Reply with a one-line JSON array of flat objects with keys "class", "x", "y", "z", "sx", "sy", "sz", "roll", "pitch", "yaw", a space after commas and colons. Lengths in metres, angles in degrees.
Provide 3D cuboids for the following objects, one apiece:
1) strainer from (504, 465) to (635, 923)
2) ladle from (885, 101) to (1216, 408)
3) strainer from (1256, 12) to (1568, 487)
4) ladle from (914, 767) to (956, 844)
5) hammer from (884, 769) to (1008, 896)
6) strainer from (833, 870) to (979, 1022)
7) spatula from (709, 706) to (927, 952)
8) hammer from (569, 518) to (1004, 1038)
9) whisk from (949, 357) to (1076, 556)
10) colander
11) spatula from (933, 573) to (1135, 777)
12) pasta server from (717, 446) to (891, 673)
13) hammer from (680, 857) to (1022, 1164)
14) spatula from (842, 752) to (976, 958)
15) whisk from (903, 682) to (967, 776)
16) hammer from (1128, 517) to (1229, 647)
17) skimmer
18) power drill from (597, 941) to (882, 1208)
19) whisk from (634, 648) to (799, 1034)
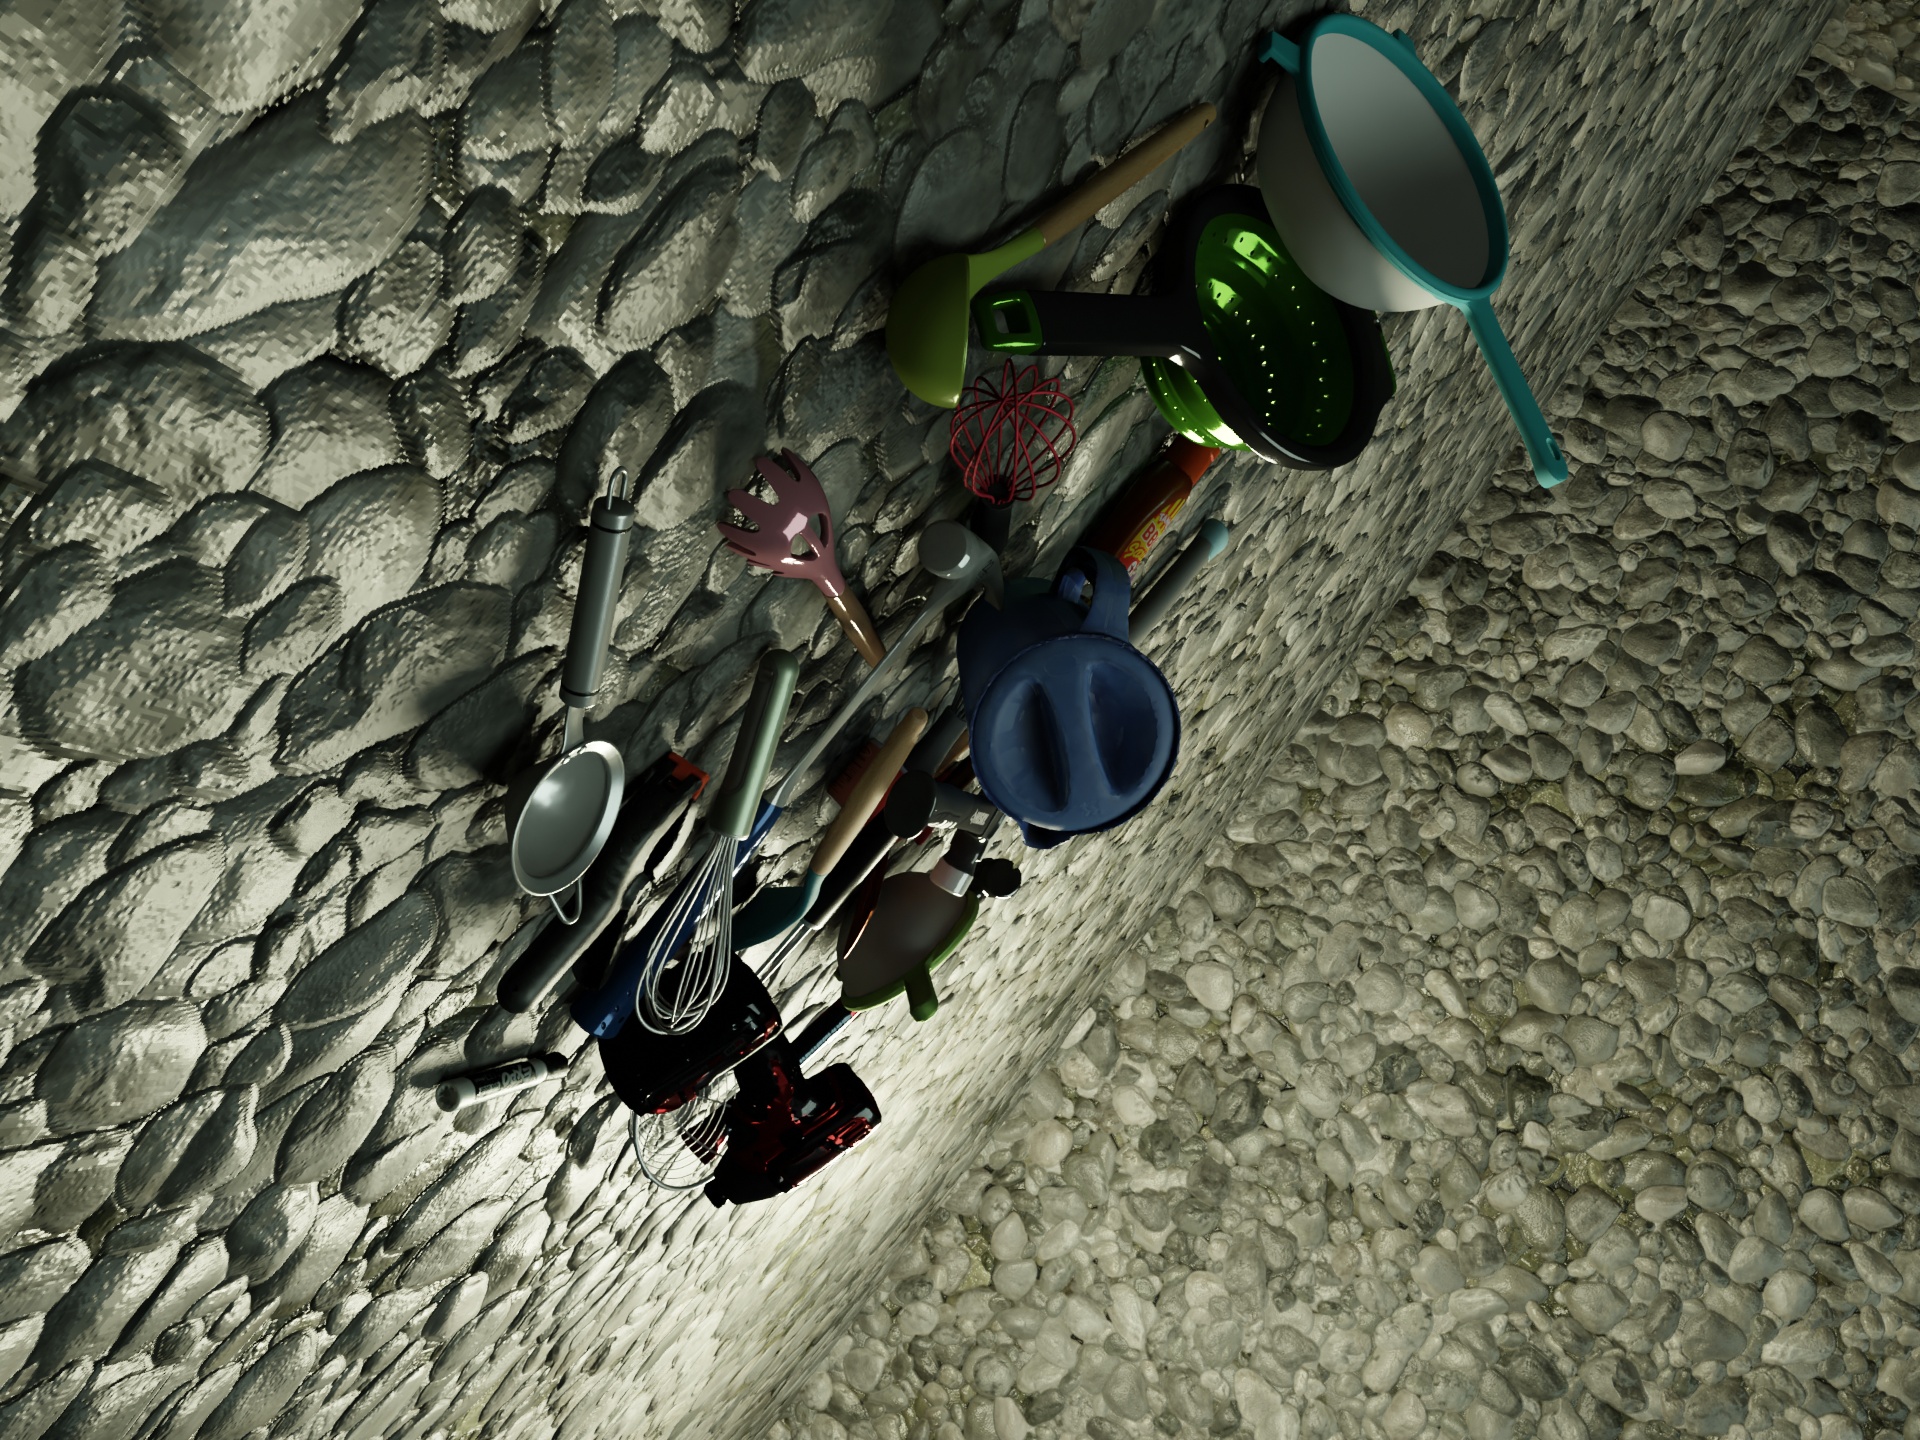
[{"class": "strainer", "x": -0.187, "y": -0.009, "z": 0.772, "sx": 0.087, "sy": 0.050, "sz": 0.258, "roll": -39, "pitch": 153, "yaw": -54}, {"class": "ladle", "x": 0.066, "y": -0.273, "z": 0.883, "sx": 0.320, "sy": 0.062, "sz": 0.078, "roll": -44, "pitch": 160, "yaw": -33}, {"class": "strainer", "x": 0.295, "y": -0.297, "z": 1.067, "sx": 0.211, "sy": 0.340, "sz": 0.095, "roll": -26, "pitch": 180, "yaw": -44}, {"class": "ladle", "x": 0.052, "y": -0.003, "z": 1.420, "sx": 0.315, "sy": 0.031, "sz": 0.069, "roll": -45, "pitch": -179, "yaw": -30}, {"class": "hammer", "x": -0.001, "y": 0.059, "z": 1.150, "sx": 0.146, "sy": 0.035, "sz": 0.334, "roll": -60, "pitch": 169, "yaw": 0}, {"class": "strainer", "x": -0.055, "y": 0.188, "z": 1.340, "sx": 0.151, "sy": 0.069, "sz": 0.256, "roll": -38, "pitch": -170, "yaw": 0}, {"class": "spatula", "x": -0.094, "y": 0.078, "z": 1.054, "sx": 0.082, "sy": 0.044, "sz": 0.317, "roll": -49, "pitch": 176, "yaw": -43}, {"class": "hammer", "x": -0.111, "y": 0.043, "z": 1.025, "sx": 0.405, "sy": 0.035, "sz": 0.144, "roll": -50, "pitch": 167, "yaw": 7}, {"class": "whisk", "x": 0.024, "y": -0.145, "z": 0.963, "sx": 0.073, "sy": 0.073, "sz": 0.295, "roll": -50, "pitch": 176, "yaw": -8}, {"class": "colander", "x": 0.132, "y": -0.243, "z": 1.044, "sx": 0.397, "sy": 0.204, "sz": 0.094, "roll": -12, "pitch": 173, "yaw": -42}, {"class": "spatula", "x": 0.057, "y": -0.033, "z": 1.389, "sx": 0.316, "sy": 0.018, "sz": 0.059, "roll": -42, "pitch": 169, "yaw": -32}, {"class": "pasta server", "x": -0.077, "y": -0.077, "z": 0.951, "sx": 0.060, "sy": 0.040, "sz": 0.316, "roll": -51, "pitch": 167, "yaw": -6}, {"class": "hammer", "x": -0.106, "y": 0.265, "z": 1.489, "sx": 0.386, "sy": 0.038, "sz": 0.143, "roll": -41, "pitch": -175, "yaw": -19}, {"class": "spatula", "x": -0.006, "y": 0.066, "z": 1.299, "sx": 0.323, "sy": 0.041, "sz": 0.081, "roll": -45, "pitch": 170, "yaw": -39}, {"class": "whisk", "x": -0.002, "y": -0.005, "z": 1.255, "sx": 0.239, "sy": 0.055, "sz": 0.055, "roll": -53, "pitch": 163, "yaw": 16}, {"class": "hammer", "x": 0.150, "y": -0.066, "z": 1.542, "sx": 0.331, "sy": 0.033, "sz": 0.128, "roll": -49, "pitch": 164, "yaw": -12}, {"class": "skimmer", "x": -0.130, "y": 0.209, "z": 1.186, "sx": 0.127, "sy": 0.090, "sz": 0.363, "roll": 7, "pitch": 130, "yaw": -51}, {"class": "power drill", "x": -0.160, "y": 0.269, "z": 1.143, "sx": 0.143, "sy": 0.079, "sz": 0.219, "roll": -34, "pitch": 133, "yaw": -3}, {"class": "whisk", "x": -0.143, "y": 0.074, "z": 0.959, "sx": 0.059, "sy": 0.058, "sz": 0.246, "roll": 14, "pitch": 95, "yaw": -46}]
